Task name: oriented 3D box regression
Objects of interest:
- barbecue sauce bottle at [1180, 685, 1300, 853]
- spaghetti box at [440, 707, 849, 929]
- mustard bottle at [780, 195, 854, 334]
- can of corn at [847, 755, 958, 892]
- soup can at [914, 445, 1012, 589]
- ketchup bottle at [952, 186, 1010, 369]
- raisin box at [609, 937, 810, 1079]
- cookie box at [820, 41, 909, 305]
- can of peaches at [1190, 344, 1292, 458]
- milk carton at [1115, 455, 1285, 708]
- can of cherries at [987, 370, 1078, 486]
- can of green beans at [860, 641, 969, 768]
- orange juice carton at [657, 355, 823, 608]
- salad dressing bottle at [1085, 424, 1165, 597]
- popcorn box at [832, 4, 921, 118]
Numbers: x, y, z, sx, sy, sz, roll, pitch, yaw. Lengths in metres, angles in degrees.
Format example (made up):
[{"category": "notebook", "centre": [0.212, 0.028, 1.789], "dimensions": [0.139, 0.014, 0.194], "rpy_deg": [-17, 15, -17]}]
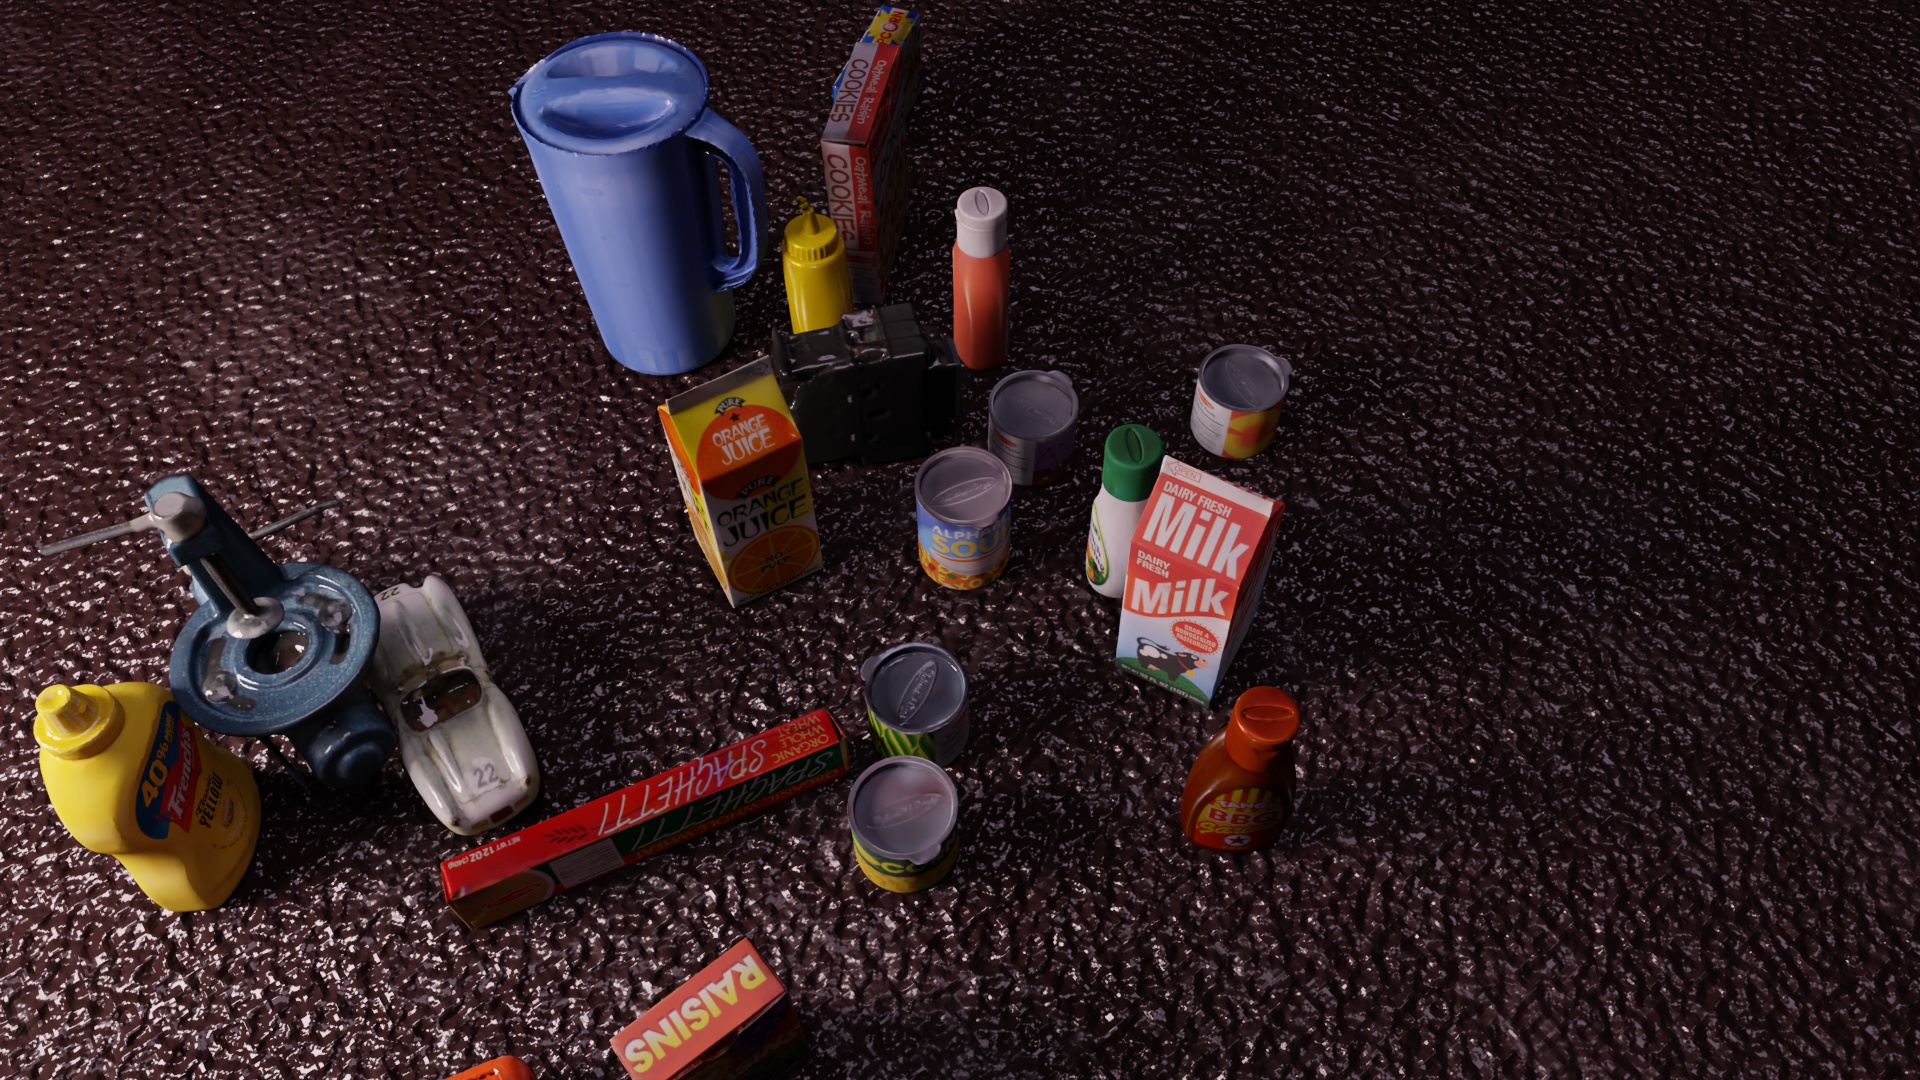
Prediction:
[{"category": "barbecue sauce bottle", "centre": [0.169, 0.136, 0.817], "dimensions": [0.065, 0.147, 0.044], "rpy_deg": [1, 55, 2]}, {"category": "spaghetti box", "centre": [-0.188, 0.170, 0.858], "dimensions": [0.251, 0.050, 0.029], "rpy_deg": [-21, 57, -14]}, {"category": "mustard bottle", "centre": [-0.108, -0.196, 1.049], "dimensions": [0.049, 0.159, 0.065], "rpy_deg": [-15, 56, -9]}, {"category": "can of corn", "centre": [-0.033, 0.176, 0.847], "dimensions": [0.071, 0.058, 0.071], "rpy_deg": [0, 55, 1]}, {"category": "soup can", "centre": [0.003, -0.012, 0.964], "dimensions": [0.071, 0.083, 0.072], "rpy_deg": [0, 55, 1]}, {"category": "ketchup bottle", "centre": [0.016, -0.200, 1.058], "dimensions": [0.043, 0.148, 0.065], "rpy_deg": [-7, 55, -4]}, {"category": "raisin box", "centre": [-0.130, 0.271, 0.741], "dimensions": [0.086, 0.122, 0.040], "rpy_deg": [-33, 61, -20]}, {"category": "cookie box", "centre": [-0.072, -0.292, 1.112], "dimensions": [0.040, 0.166, 0.123], "rpy_deg": [7, 55, 6]}, {"category": "can of peaches", "centre": [0.211, -0.104, 1.042], "dimensions": [0.071, 0.057, 0.071], "rpy_deg": [0, 55, 1]}, {"category": "milk carton", "centre": [0.150, 0.019, 0.875], "dimensions": [0.072, 0.189, 0.074], "rpy_deg": [25, 59, 17]}, {"category": "can of cherries", "centre": [0.055, -0.084, 1.030], "dimensions": [0.071, 0.058, 0.072], "rpy_deg": [0, 55, 1]}, {"category": "can of green beans", "centre": [-0.027, 0.108, 0.895], "dimensions": [0.071, 0.057, 0.071], "rpy_deg": [0, 55, 1]}, {"category": "orange juice carton", "centre": [-0.146, -0.045, 0.923], "dimensions": [0.072, 0.191, 0.073], "rpy_deg": [-25, 58, -16]}, {"category": "salad dressing bottle", "centre": [0.110, -0.019, 0.928], "dimensions": [0.044, 0.147, 0.064], "rpy_deg": [-6, 55, -3]}, {"category": "popcorn box", "centre": [-0.073, -0.404, 1.242], "dimensions": [0.038, 0.084, 0.127], "rpy_deg": [15, 56, 11]}]
